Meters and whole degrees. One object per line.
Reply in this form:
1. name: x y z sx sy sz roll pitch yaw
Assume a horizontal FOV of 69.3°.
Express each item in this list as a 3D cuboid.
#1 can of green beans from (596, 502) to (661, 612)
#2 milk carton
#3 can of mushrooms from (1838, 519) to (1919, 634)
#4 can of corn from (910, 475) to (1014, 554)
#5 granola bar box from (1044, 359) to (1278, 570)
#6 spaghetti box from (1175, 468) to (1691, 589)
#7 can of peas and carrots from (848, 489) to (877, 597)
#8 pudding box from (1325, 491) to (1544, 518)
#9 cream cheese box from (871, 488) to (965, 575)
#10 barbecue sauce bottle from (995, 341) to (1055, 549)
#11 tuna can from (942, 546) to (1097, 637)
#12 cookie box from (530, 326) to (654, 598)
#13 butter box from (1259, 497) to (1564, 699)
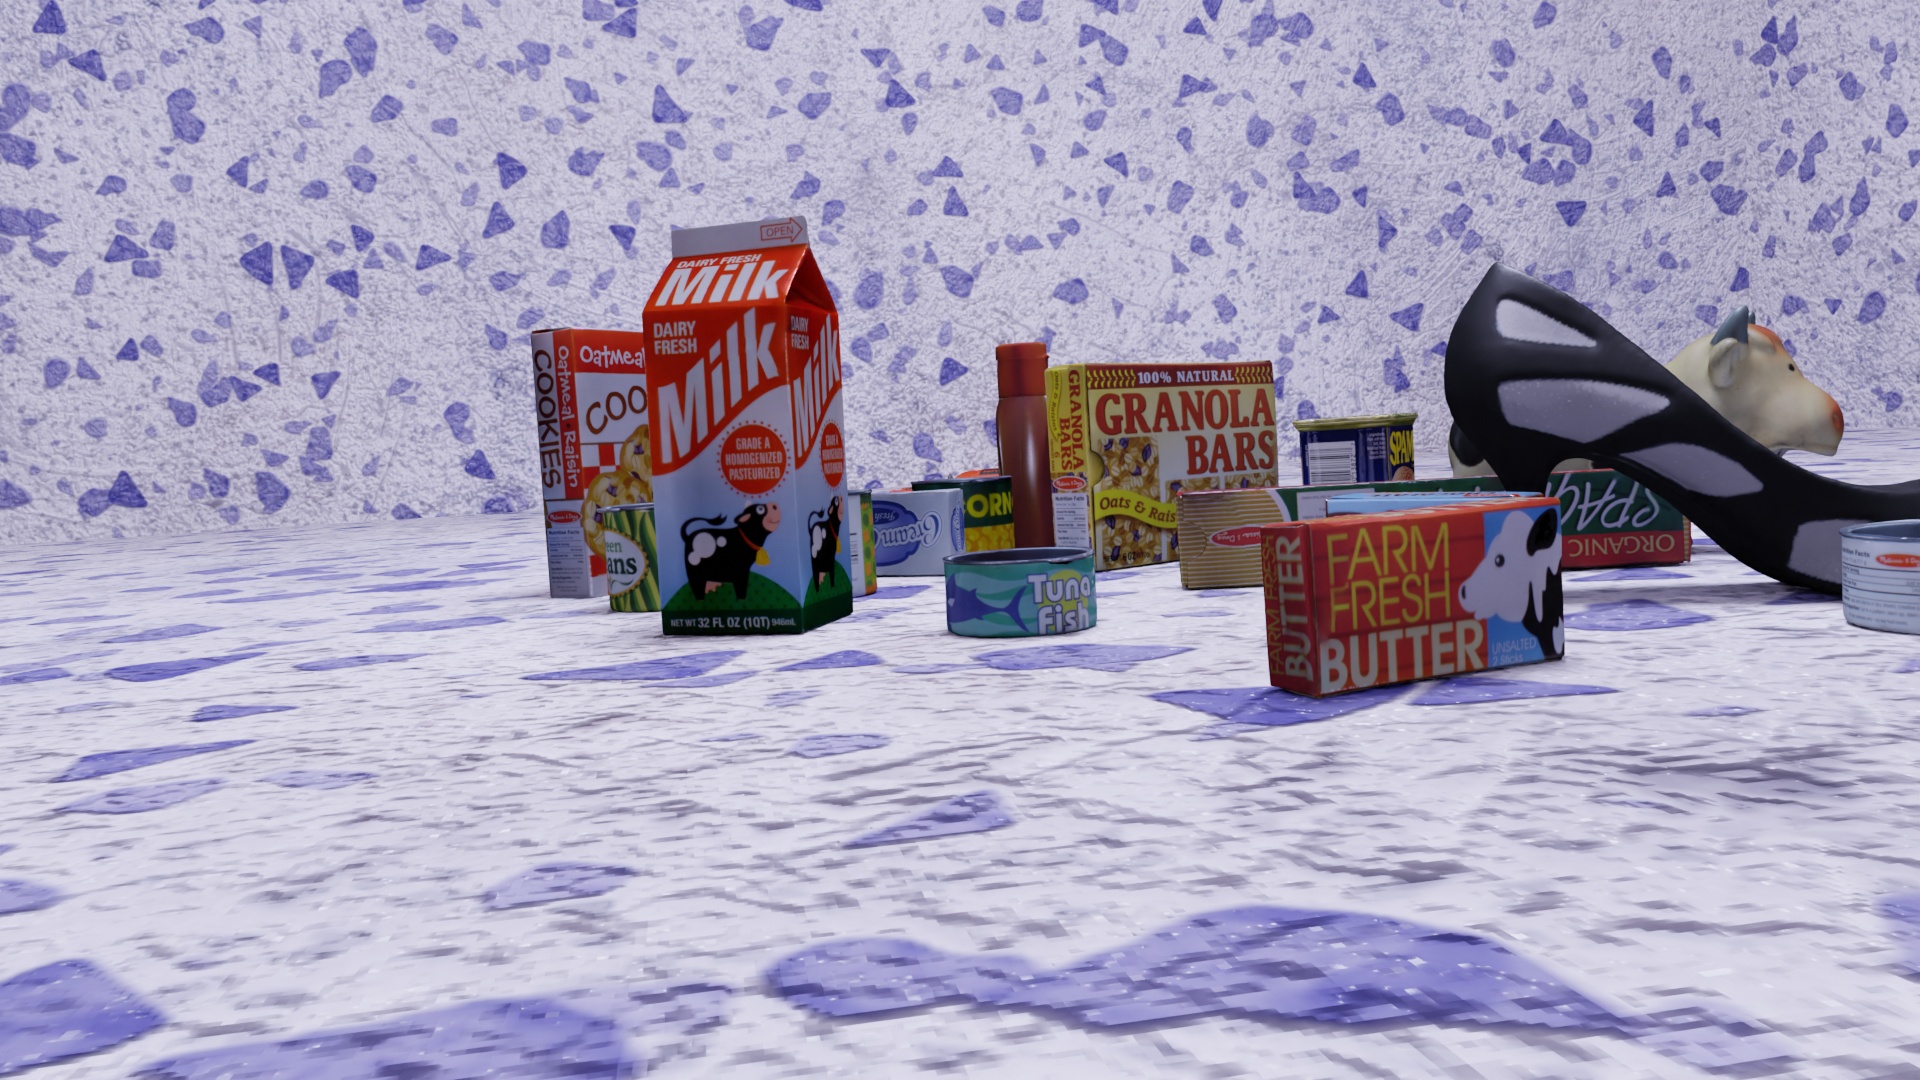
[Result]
1. can of green beans: -0.165 0.008 0.778 0.071 0.057 0.071 -3 4 0
2. milk carton: -0.099 -0.054 0.655 0.072 0.190 0.073 -3 4 15
3. can of mushrooms: 0.339 0.012 0.470 0.071 0.033 0.071 -3 4 0
4. can of corn: 0.003 -0.011 0.903 0.071 0.058 0.071 -3 4 0
5. granola bar box: 0.131 -0.050 0.874 0.166 0.124 0.039 -6 4 -36
6. spaghetti box: 0.235 -0.007 0.701 0.250 0.050 0.029 -3 4 5
7. can of peas and carrots: -0.081 0.002 0.783 0.071 0.058 0.071 -3 4 0
8. pudding box: 0.196 0.005 0.576 0.083 0.049 0.030 0 5 43
9. cream cheese box: -0.048 -0.004 0.879 0.104 0.053 0.024 -2 4 25
10. barbecue sauce bottle: 0.047 -0.065 0.984 0.043 0.148 0.065 -3 4 13
11. tuna can: 0.027 0.022 0.597 0.071 0.033 0.071 -3 4 0
12. cookie box: -0.216 -0.053 0.903 0.040 0.167 0.123 -1 4 30
13. butter box: 0.143 0.016 0.434 0.104 0.053 0.024 -5 4 -24
